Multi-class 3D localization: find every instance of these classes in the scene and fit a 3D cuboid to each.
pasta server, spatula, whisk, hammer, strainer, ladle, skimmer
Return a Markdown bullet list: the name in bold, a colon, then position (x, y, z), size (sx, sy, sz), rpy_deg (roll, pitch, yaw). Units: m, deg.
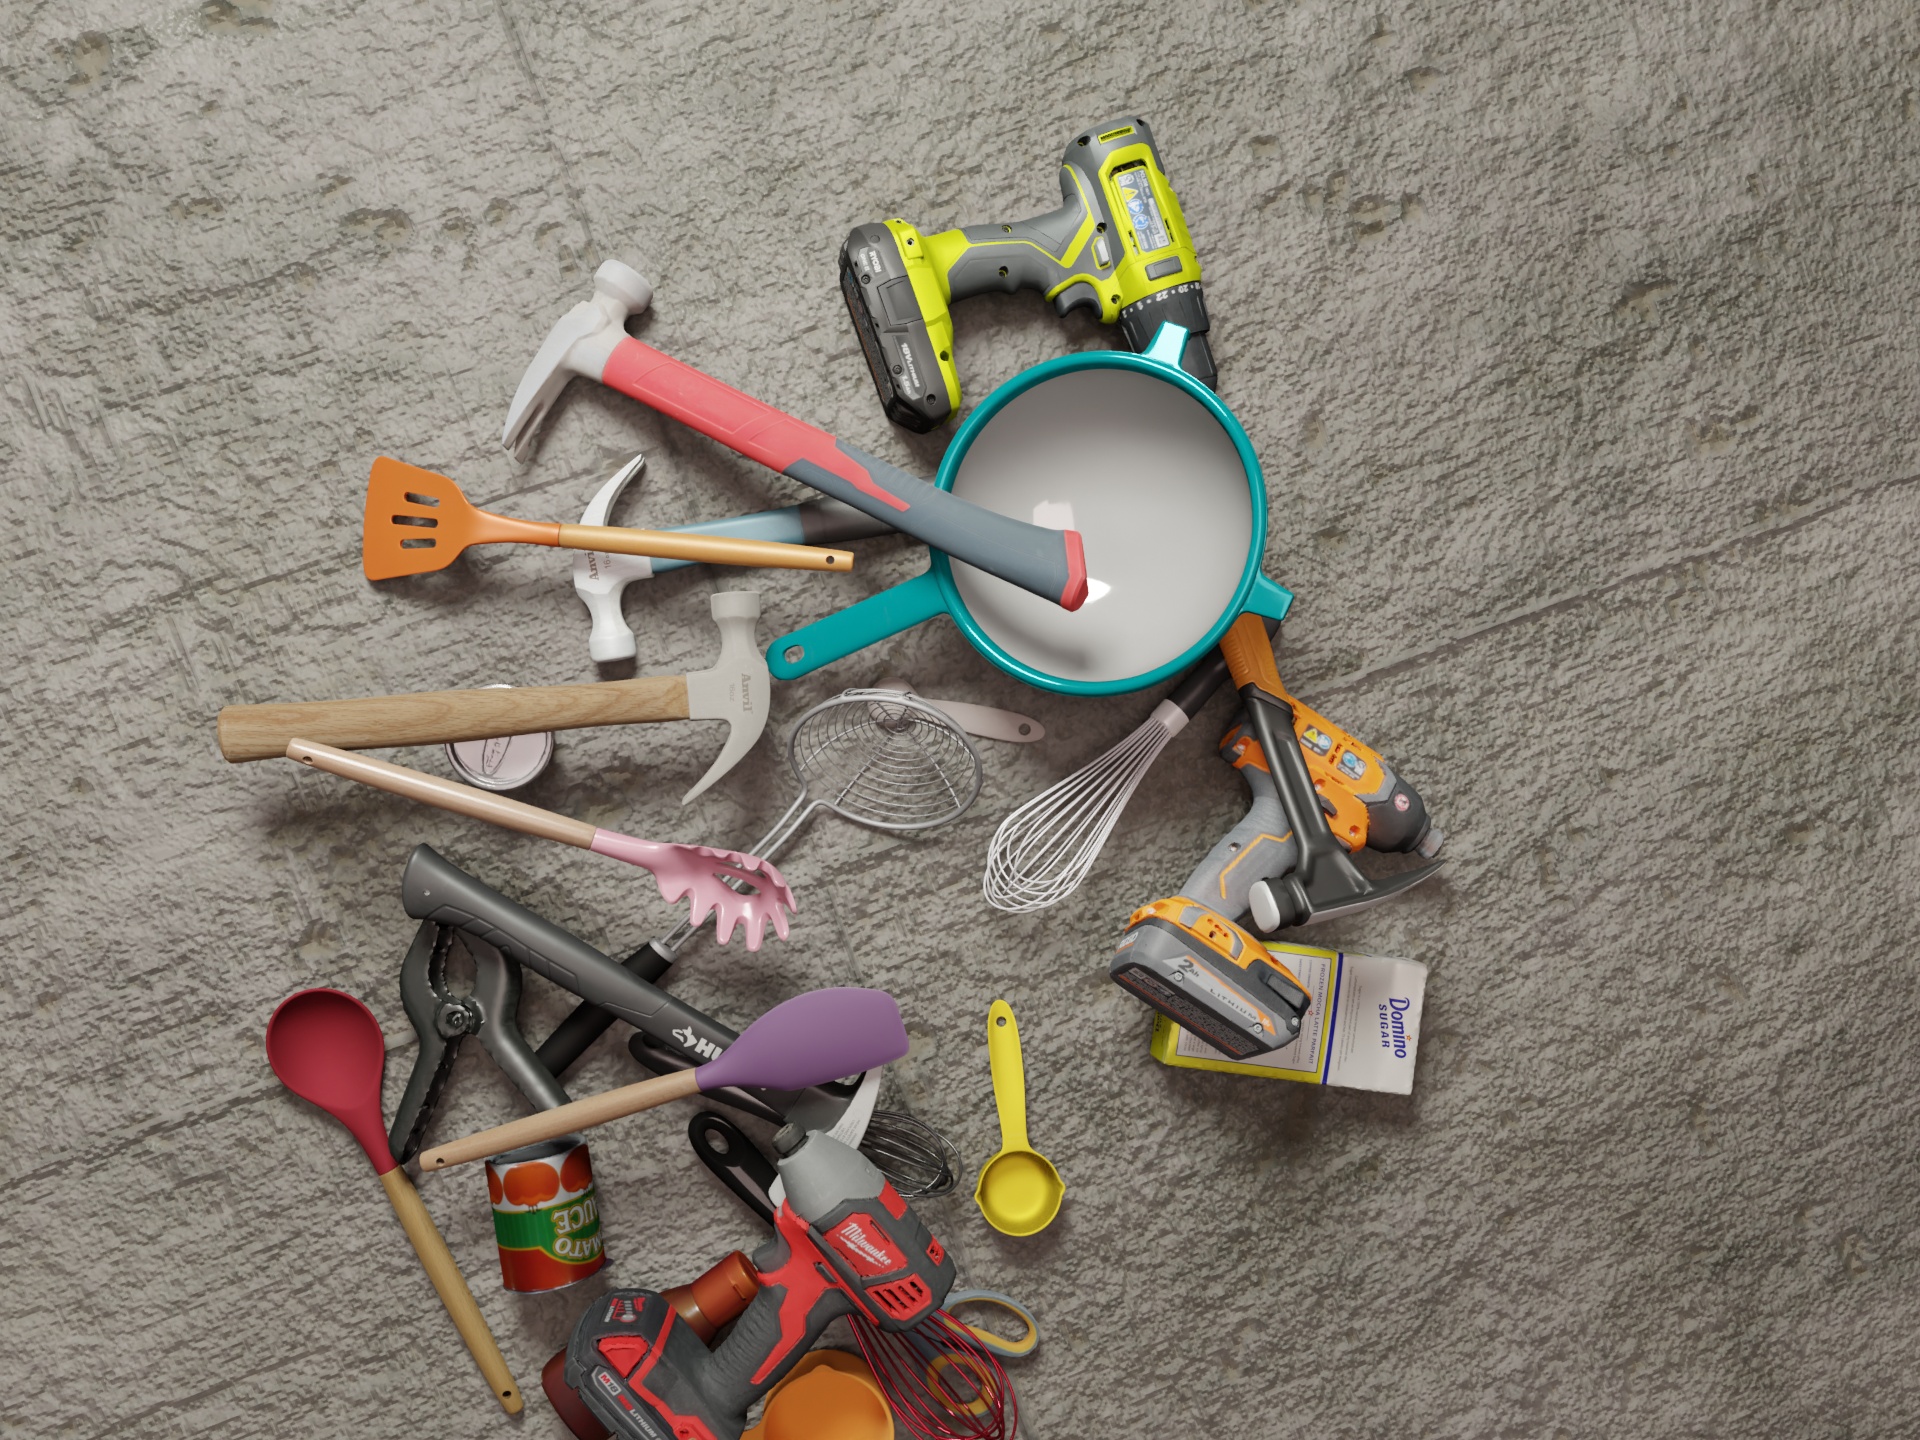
- **pasta server**: position (-0.251, 0.068, 0.965), size (0.316, 0.040, 0.060), rpy_deg (18, 117, -10)
- **spatula**: position (-0.187, 0.228, 0.986), size (0.316, 0.018, 0.059), rpy_deg (-18, 100, 4)
- **whisk**: position (-0.110, 0.259, 1.059), size (0.239, 0.055, 0.055), rpy_deg (24, 89, -2)
- **hammer**: position (0.198, -0.035, 1.036), size (0.127, 0.034, 0.337), rpy_deg (-11, 72, -18)
- **whisk**: position (0.119, 0.021, 1.075), size (0.070, 0.070, 0.284), rpy_deg (45, 81, -5)
- **hammer**: position (-0.201, 0.173, 1.003), size (0.334, 0.035, 0.146), rpy_deg (31, 99, -4)
- **spatula**: position (-0.228, -0.116, 1.015), size (0.322, 0.041, 0.081), rpy_deg (5, 93, 0)
- **strainer**: position (0.036, -0.096, 1.026), size (0.340, 0.095, 0.211), rpy_deg (-22, 83, 18)
- **hammer**: position (-0.100, -0.150, 0.985), size (0.386, 0.038, 0.143), rpy_deg (28, 81, 14)
- **whisk**: position (-0.074, 0.368, 1.045), size (0.073, 0.073, 0.296), rpy_deg (-45, 83, -3)
- **hammer**: position (-0.283, -0.002, 0.984), size (0.331, 0.031, 0.130), rpy_deg (-5, 92, -6)
- **hammer**: position (-0.092, -0.131, 1.057), size (0.331, 0.033, 0.128), rpy_deg (-11, 93, -6)
- **ladle**: position (-0.361, 0.316, 1.041), size (0.069, 0.031, 0.315), rpy_deg (-26, 96, -12)
- **skimmer**: position (-0.142, 0.119, 1.028), size (0.363, 0.090, 0.127), rpy_deg (-45, 121, -2)

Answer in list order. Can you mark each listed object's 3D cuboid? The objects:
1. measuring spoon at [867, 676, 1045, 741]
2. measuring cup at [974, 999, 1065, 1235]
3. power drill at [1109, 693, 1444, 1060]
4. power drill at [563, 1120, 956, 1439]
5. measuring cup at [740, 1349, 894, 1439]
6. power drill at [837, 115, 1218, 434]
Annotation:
- **measuring spoon**: position (-0.002, -0.003, 1.076), size (0.124, 0.018, 0.034), rpy_deg (11, 90, -7)
- **measuring cup**: position (0.034, 0.270, 1.088), size (0.062, 0.029, 0.156), rpy_deg (-5, 80, -6)
- **power drill**: position (0.215, 0.105, 1.044), size (0.164, 0.084, 0.226), rpy_deg (33, 68, 0)
- **power drill**: position (-0.127, 0.353, 0.979), size (0.219, 0.078, 0.143), rpy_deg (-38, 96, 4)
- **measuring cup**: position (-0.131, 0.469, 1.057), size (0.173, 0.052, 0.095), rpy_deg (-4, 91, -2)
- **power drill**: position (0.051, -0.273, 1.049), size (0.228, 0.080, 0.190), rpy_deg (-20, 93, -8)
